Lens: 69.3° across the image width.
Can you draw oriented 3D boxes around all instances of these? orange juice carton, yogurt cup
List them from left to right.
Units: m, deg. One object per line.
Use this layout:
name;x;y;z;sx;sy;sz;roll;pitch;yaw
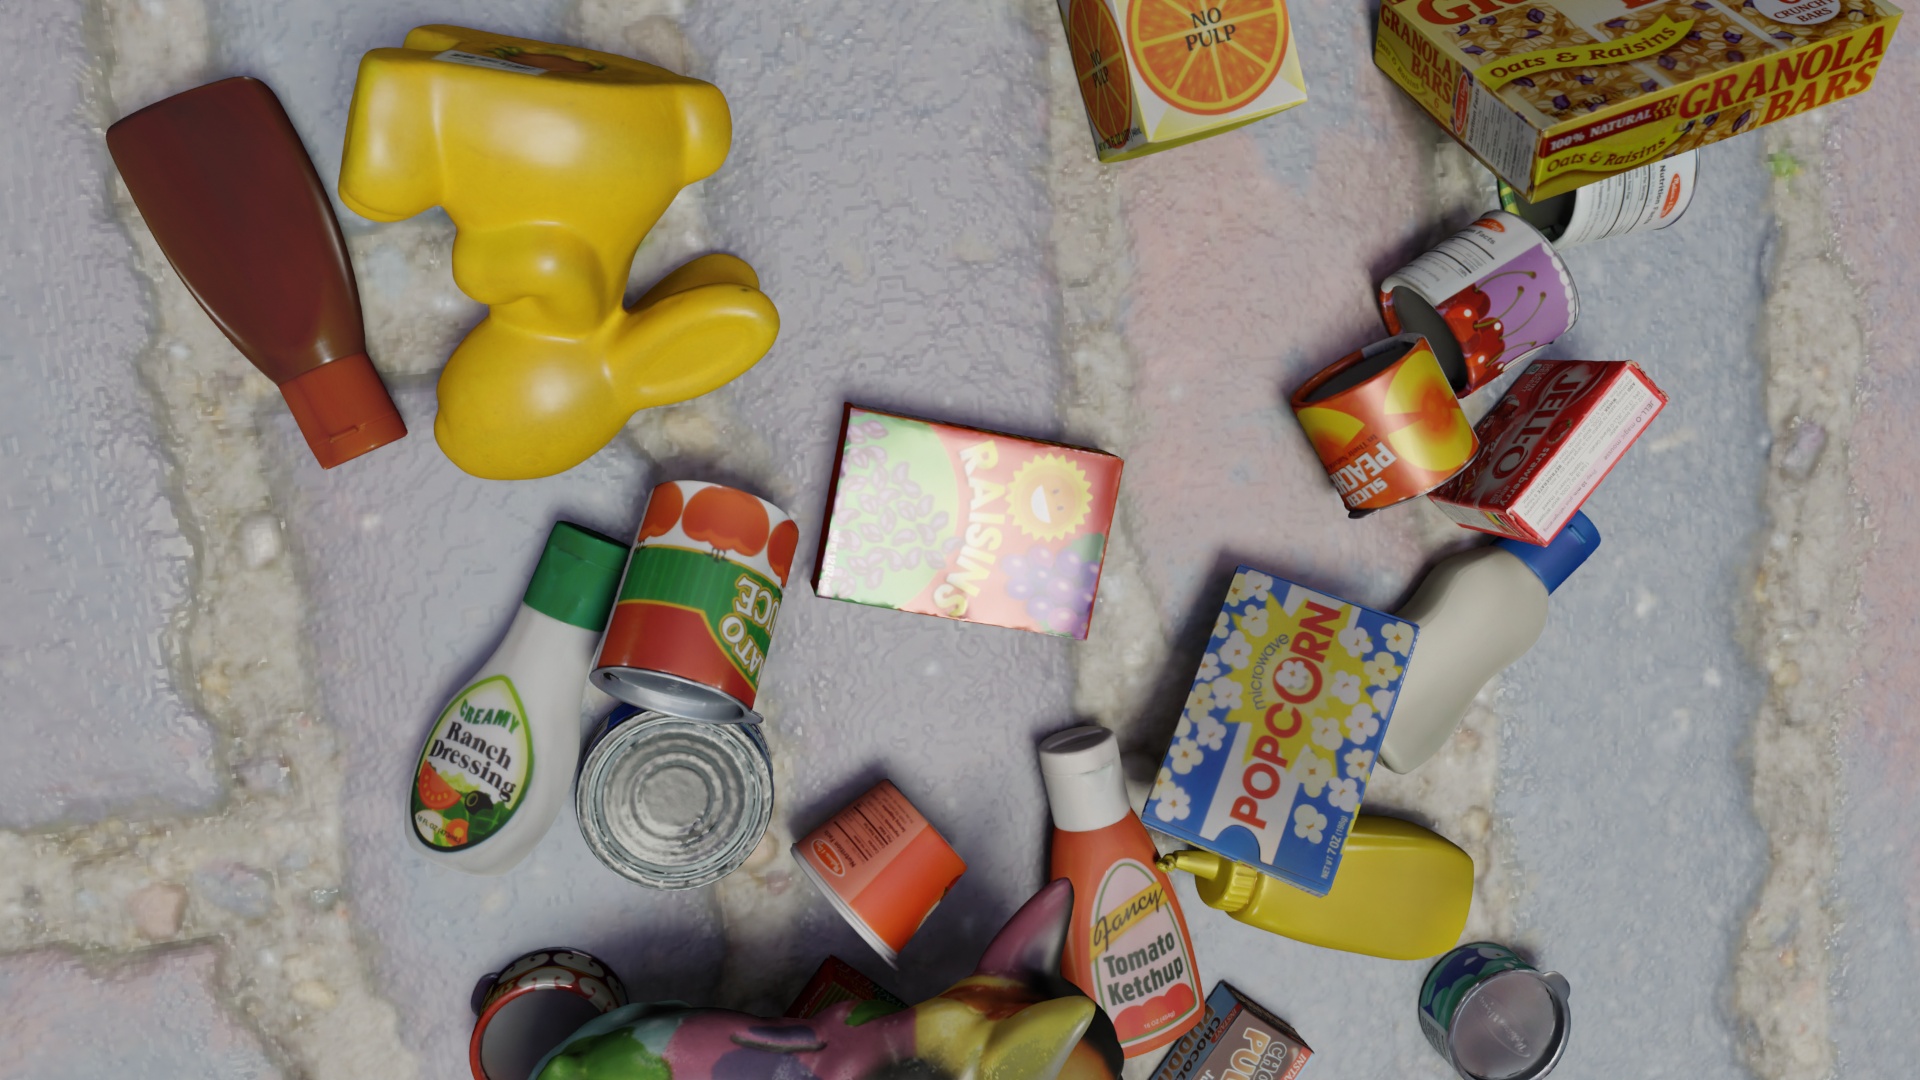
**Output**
yogurt cup;-0.034;0.144;0.617;0.054;0.072;0.072;-42;103;-10
orange juice carton;0.076;-0.263;0.577;0.073;0.072;0.192;-18;101;-8

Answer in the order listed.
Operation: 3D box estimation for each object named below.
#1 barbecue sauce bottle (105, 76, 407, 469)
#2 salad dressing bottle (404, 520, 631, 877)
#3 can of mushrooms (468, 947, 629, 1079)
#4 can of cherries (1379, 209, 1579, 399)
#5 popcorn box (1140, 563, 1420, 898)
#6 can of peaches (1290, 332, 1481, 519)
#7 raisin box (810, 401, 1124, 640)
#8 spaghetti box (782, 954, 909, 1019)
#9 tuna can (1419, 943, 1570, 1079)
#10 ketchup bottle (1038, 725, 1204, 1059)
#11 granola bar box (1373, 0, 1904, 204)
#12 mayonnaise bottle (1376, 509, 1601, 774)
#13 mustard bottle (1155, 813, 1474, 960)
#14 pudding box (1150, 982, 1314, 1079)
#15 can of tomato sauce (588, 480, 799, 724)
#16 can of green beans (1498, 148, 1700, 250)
barbecue sauce bottle;-0.271;-0.102;0.551;0.065;0.044;0.148;-25;102;-6
salad dressing bottle;-0.183;0.065;0.586;0.064;0.044;0.147;22;87;19
can of mushrooms;-0.184;0.218;0.615;0.071;0.033;0.071;-2;99;-10
can of cherries;0.234;-0.104;0.630;0.058;0.071;0.071;-33;102;-4
popcorn box;0.142;0.083;0.619;0.085;0.038;0.127;20;75;14
can of peaches;0.190;-0.052;0.627;0.071;0.071;0.058;-32;101;-4
raisin box;0.002;-0.008;0.615;0.123;0.040;0.086;10;95;-10
spaghetti box;-0.114;0.309;0.642;0.050;0.029;0.250;37;90;-12
tuna can;0.270;0.238;0.699;0.071;0.033;0.071;-1;98;-10
ketchup bottle;0.069;0.162;0.647;0.065;0.043;0.148;-17;100;-20
granola bar box;0.284;-0.215;0.598;0.166;0.125;0.038;-19;140;-7
mayonnaise bottle;0.240;0.040;0.663;0.148;0.041;0.064;-43;96;-3
mustard bottle;0.163;0.158;0.655;0.160;0.049;0.065;12;93;-17
pudding box;0.127;0.266;0.678;0.049;0.030;0.083;36;90;-14
can of tomato sauce;-0.106;0.026;0.571;0.071;0.071;0.083;17;67;-12
can of green beans;0.287;-0.168;0.630;0.058;0.071;0.071;-13;100;-7
